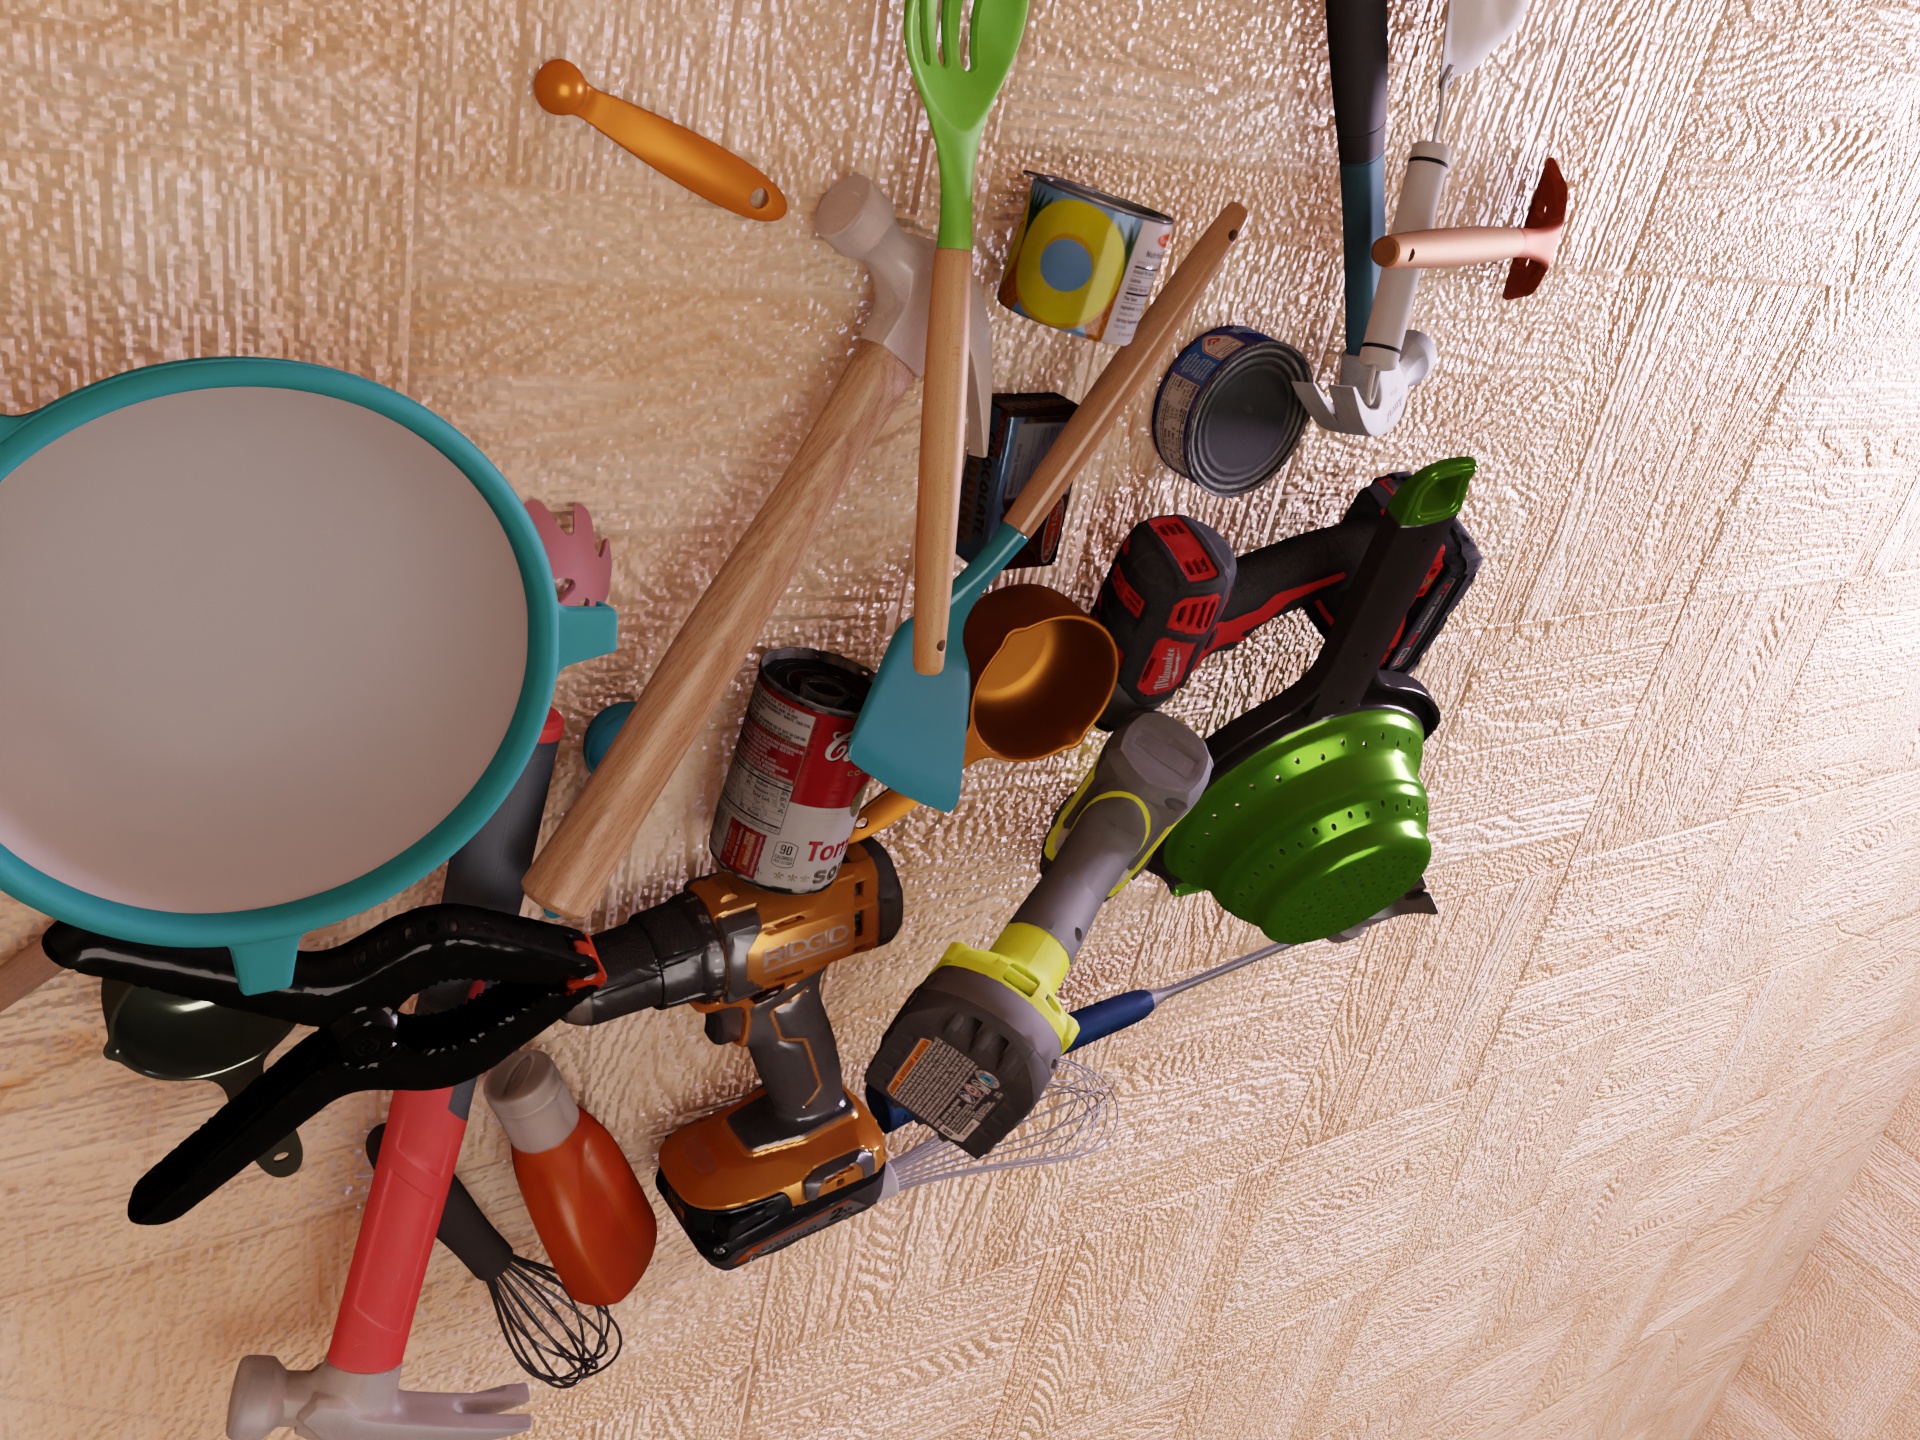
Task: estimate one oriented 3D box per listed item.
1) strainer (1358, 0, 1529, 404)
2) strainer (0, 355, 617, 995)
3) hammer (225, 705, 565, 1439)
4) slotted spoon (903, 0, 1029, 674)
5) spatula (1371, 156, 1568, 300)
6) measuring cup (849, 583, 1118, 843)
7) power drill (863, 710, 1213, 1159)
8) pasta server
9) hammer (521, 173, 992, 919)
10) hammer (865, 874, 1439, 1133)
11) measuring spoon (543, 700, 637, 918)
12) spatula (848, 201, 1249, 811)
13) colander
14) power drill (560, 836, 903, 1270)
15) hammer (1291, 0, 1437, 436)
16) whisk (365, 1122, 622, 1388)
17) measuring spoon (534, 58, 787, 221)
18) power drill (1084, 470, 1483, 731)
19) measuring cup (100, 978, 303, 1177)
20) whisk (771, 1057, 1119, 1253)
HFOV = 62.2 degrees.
[{"bbox_3d":[0.231,-0.279,0.767,0.087,0.050,0.258,-8,112,-72],"label":"strainer"},{"bbox_3d":[-0.291,-0.069,0.523,0.211,0.095,0.340,-47,131,-6],"label":"strainer"},{"bbox_3d":[-0.229,0.175,0.741,0.143,0.038,0.386,12,106,-24],"label":"hammer"},{"bbox_3d":[-0.006,-0.172,0.669,0.070,0.031,0.313,-14,113,-47],"label":"slotted spoon"},{"bbox_3d":[0.255,-0.236,0.783,0.322,0.041,0.081,-25,133,-53],"label":"spatula"},{"bbox_3d":[-0.001,-0.003,0.826,0.173,0.052,0.095,-37,134,-2],"label":"measuring cup"},{"bbox_3d":[0.044,0.115,0.856,0.223,0.080,0.171,-53,174,-36],"label":"power drill"},{"bbox_3d":[-0.271,0.020,0.646,0.316,0.040,0.060,-37,136,-6],"label":"pasta server"},{"bbox_3d":[-0.089,-0.060,0.694,0.129,0.031,0.331,33,87,-47],"label":"hammer"},{"bbox_3d":[0.131,0.177,1.031,0.405,0.035,0.144,-17,169,-23],"label":"hammer"},{"bbox_3d":[-0.174,0.040,0.747,0.042,0.021,0.128,4,125,-41],"label":"measuring spoon"},{"bbox_3d":[0.048,-0.106,0.748,0.082,0.044,0.317,32,94,-46],"label":"spatula"},{"bbox_3d":[0.221,0.021,0.889,0.204,0.095,0.396,-15,147,-18],"label":"colander"},{"bbox_3d":[-0.121,0.179,0.838,0.185,0.084,0.226,-15,123,-30],"label":"power drill"},{"bbox_3d":[0.195,-0.289,0.773,0.128,0.033,0.330,-48,139,-38],"label":"hammer"},{"bbox_3d":[-0.244,0.283,0.837,0.055,0.055,0.238,-34,130,-15],"label":"whisk"},{"bbox_3d":[-0.111,-0.220,0.612,0.116,0.011,0.021,17,108,-44],"label":"measuring spoon"},{"bbox_3d":[0.168,-0.060,0.891,0.219,0.079,0.143,-13,145,-25],"label":"power drill"},{"bbox_3d":[-0.316,0.142,0.690,0.083,0.038,0.167,-22,139,-24],"label":"measuring cup"},{"bbox_3d":[-0.022,0.280,1.007,0.284,0.070,0.070,-15,128,-25],"label":"whisk"}]
